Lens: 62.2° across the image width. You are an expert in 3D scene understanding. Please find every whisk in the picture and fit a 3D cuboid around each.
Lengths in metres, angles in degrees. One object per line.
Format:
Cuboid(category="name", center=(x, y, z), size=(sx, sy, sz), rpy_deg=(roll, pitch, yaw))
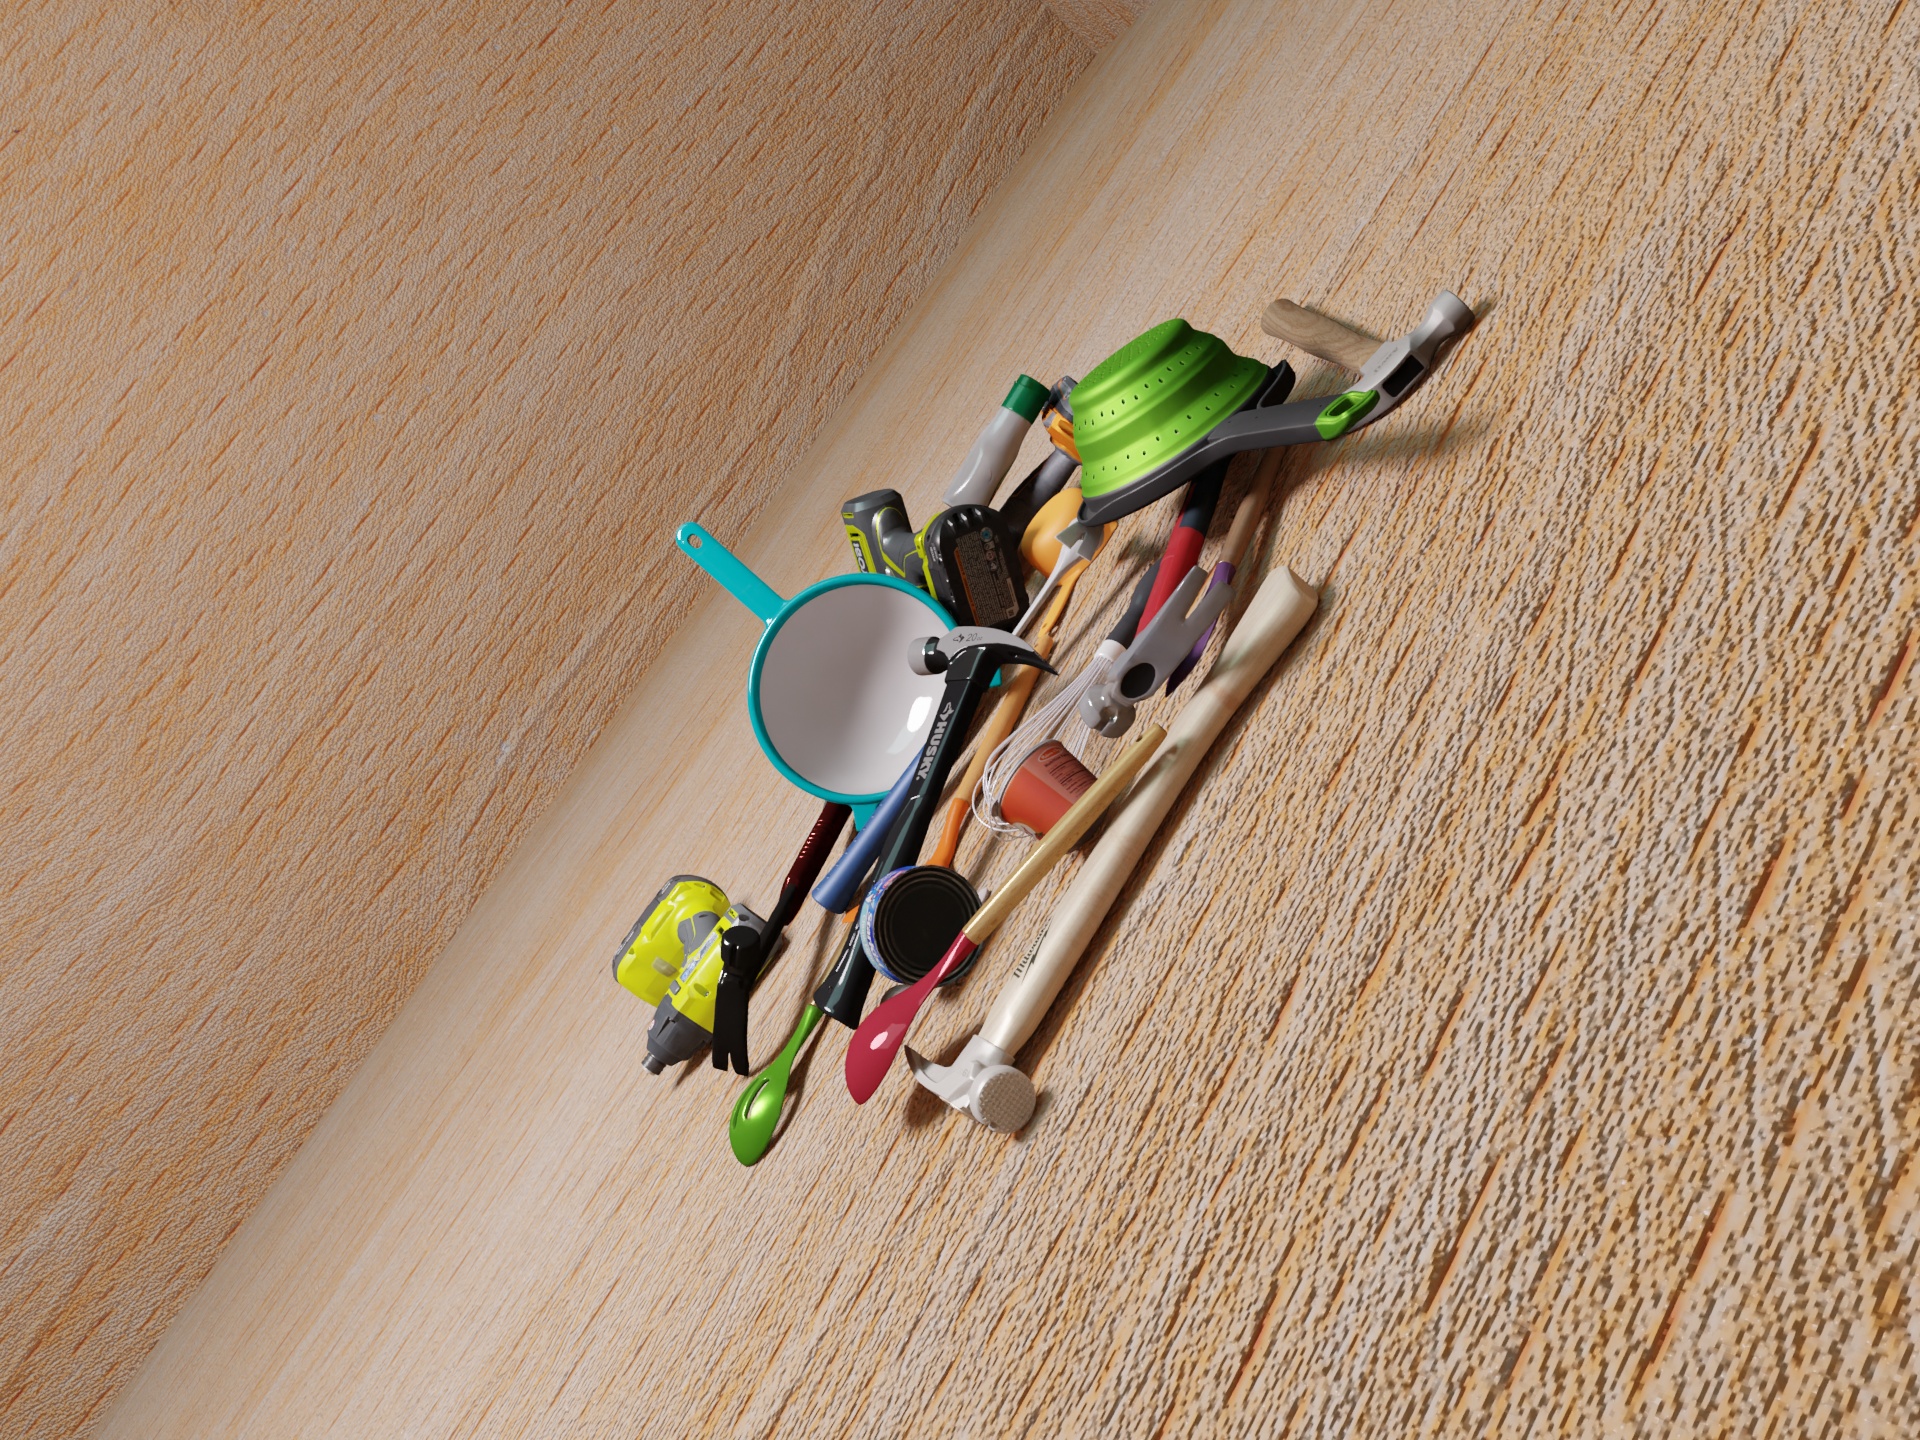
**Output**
Cuboid(category="whisk", center=(0.097, -0.025, 1.198), size=(0.285, 0.070, 0.070), rpy_deg=(-55, 17, -25))

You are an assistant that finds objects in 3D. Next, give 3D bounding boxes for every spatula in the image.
Cuboid(category="spatula", center=(0.005, 0.044, 1.313), size=(0.081, 0.041, 0.323), rpy_deg=(-22, 33, 52))
Cuboid(category="spatula", center=(0.198, -0.123, 1.156), size=(0.059, 0.018, 0.316), rpy_deg=(-54, 5, 47))

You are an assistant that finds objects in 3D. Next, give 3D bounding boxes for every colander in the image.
Cuboid(category="colander", center=(0.177, -0.242, 1.178), size=(0.204, 0.094, 0.397), rpy_deg=(-40, 15, -10))

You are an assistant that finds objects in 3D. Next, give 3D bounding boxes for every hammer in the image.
Cuboid(category="hammer", center=(-0.143, 0.147, 1.428), size=(0.359, 0.037, 0.149), rpy_deg=(-65, -14, -55))
Cuboid(category="hammer", center=(-0.031, 0.074, 1.203), size=(0.146, 0.035, 0.335), rpy_deg=(-3, 57, 44))
Cuboid(category="hammer", center=(0.105, 0.071, 1.024), size=(0.411, 0.038, 0.146), rpy_deg=(-55, 17, -13))
Cuboid(category="hammer", center=(-0.002, -0.004, 1.355), size=(0.405, 0.035, 0.144), rpy_deg=(-55, -1, 8))
Cuboid(category="hammer", center=(0.176, -0.144, 1.177), size=(0.143, 0.038, 0.387), rpy_deg=(-54, 6, 38))
Cuboid(category="hammer", center=(0.298, -0.303, 1.281), size=(0.130, 0.031, 0.331), rpy_deg=(-47, 18, 12))

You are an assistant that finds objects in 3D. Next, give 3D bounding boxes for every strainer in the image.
Cuboid(category="strainer", center=(-0.130, -0.066, 1.487), size=(0.211, 0.340, 0.095), rpy_deg=(-49, -13, 3))

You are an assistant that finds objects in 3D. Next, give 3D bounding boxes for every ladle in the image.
Cuboid(category="ladle", center=(0.025, 0.122, 1.026), size=(0.315, 0.031, 0.069), rpy_deg=(-48, 15, 5))

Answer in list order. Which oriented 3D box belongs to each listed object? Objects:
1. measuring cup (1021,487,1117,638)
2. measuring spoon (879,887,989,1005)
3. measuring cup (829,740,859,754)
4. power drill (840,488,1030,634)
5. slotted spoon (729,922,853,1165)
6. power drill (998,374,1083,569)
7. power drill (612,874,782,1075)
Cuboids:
Cuboid(category="measuring cup", center=(0.084, -0.147, 1.464), size=(0.095, 0.052, 0.174), rpy_deg=(-33, 23, 45))
Cuboid(category="measuring spoon", center=(-0.021, 0.170, 1.167), size=(0.124, 0.018, 0.034), rpy_deg=(-53, 18, -6))
Cuboid(category="measuring cup", center=(-0.101, 0.008, 1.540), size=(0.156, 0.029, 0.062), rpy_deg=(-26, -4, -23))
Cuboid(category="power drill", center=(-0.027, -0.128, 1.550), size=(0.080, 0.190, 0.229), rpy_deg=(-24, 17, -24))
Cuboid(category="slotted spoon", center=(-0.106, 0.212, 1.284), size=(0.070, 0.031, 0.314), rpy_deg=(-25, 30, 55))
Cuboid(category="power drill", center=(0.072, -0.236, 1.626), size=(0.226, 0.084, 0.164), rpy_deg=(-53, 17, 14))
Cuboid(category="power drill", center=(-0.264, 0.240, 1.536), size=(0.171, 0.080, 0.223), rpy_deg=(-54, 21, -7))
